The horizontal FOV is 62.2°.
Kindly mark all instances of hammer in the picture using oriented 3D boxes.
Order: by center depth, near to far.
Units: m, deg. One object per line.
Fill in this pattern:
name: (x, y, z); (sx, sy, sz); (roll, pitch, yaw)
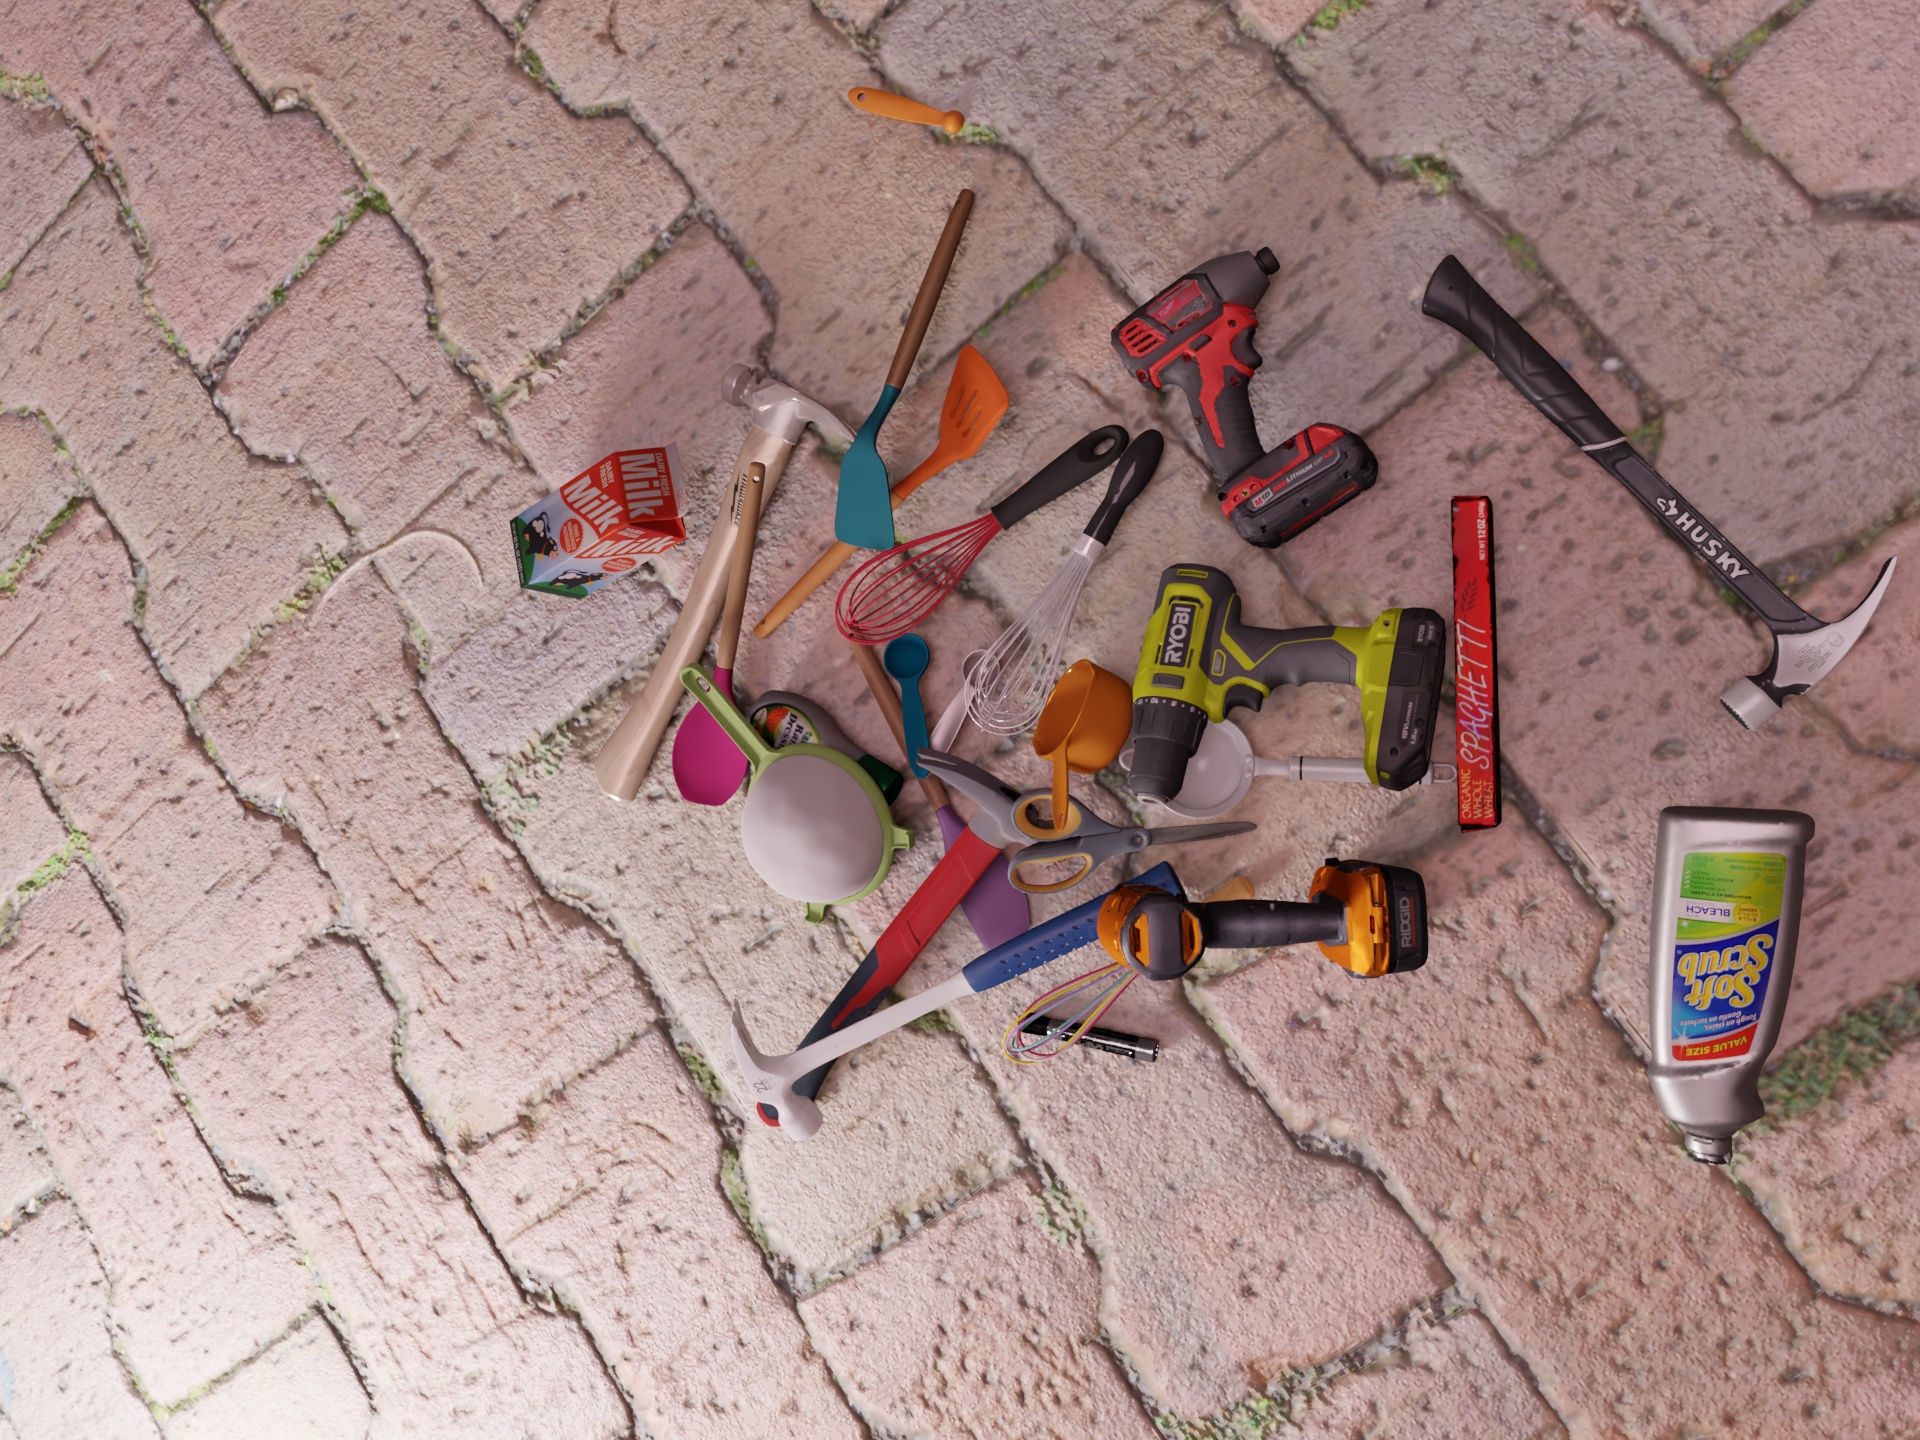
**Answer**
hammer: (0.489, -0.192, 1.161); (0.149, 0.036, 0.409); (-43, 75, 15)
hammer: (-0.004, 0.217, 1.319); (0.405, 0.035, 0.144); (-27, 116, 11)
hammer: (-0.076, 0.199, 1.354); (0.143, 0.038, 0.386); (33, 110, -11)
hammer: (-0.225, -0.107, 1.444); (0.146, 0.038, 0.410); (29, 101, 18)

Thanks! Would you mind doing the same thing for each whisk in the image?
whisk: (0.136, 0.204, 1.293); (0.245, 0.051, 0.047); (-36, 89, 8)
whisk: (0.089, -0.114, 1.306); (0.070, 0.070, 0.284); (31, 93, 18)
whisk: (0.017, -0.158, 1.339); (0.296, 0.073, 0.073); (-34, 79, 12)

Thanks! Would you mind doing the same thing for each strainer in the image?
strainer: (0.256, 0.039, 1.252); (0.258, 0.050, 0.087); (2, 79, 16)
strainer: (-0.169, 0.059, 1.368); (0.256, 0.069, 0.151); (50, 123, 1)

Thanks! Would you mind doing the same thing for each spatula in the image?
spatula: (-0.042, -0.302, 1.355); (0.082, 0.044, 0.317); (16, 83, 48)
spatula: (-0.025, 0.052, 1.375); (0.060, 0.018, 0.316); (-31, 81, 20)
spatula: (-0.076, -0.184, 1.381); (0.322, 0.041, 0.081); (-43, 56, 18)

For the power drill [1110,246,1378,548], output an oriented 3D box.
power drill: (0.227, -0.258, 1.244); (0.143, 0.078, 0.220); (-34, 76, 18)

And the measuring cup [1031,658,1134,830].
measuring cup: (0.100, 0.030, 1.257); (0.052, 0.174, 0.095); (24, 132, -18)

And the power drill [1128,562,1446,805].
power drill: (0.243, -0.016, 1.215); (0.228, 0.080, 0.191); (8, 73, 21)

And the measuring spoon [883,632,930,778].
measuring spoon: (-0.038, -0.011, 1.370); (0.042, 0.021, 0.129); (-11, 78, 18)

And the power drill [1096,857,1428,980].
power drill: (0.216, 0.150, 1.198); (0.226, 0.164, 0.084); (-3, 89, -7)

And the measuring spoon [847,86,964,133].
measuring spoon: (-0.050, -0.533, 1.382); (0.117, 0.011, 0.021); (23, 99, 20)

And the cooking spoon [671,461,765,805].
cooking spoon: (-0.205, -0.073, 1.414); (0.068, 0.017, 0.318); (10, 107, -5)

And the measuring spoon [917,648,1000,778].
measuring spoon: (-0.002, -0.004, 1.361); (0.034, 0.018, 0.124); (32, 98, 20)
